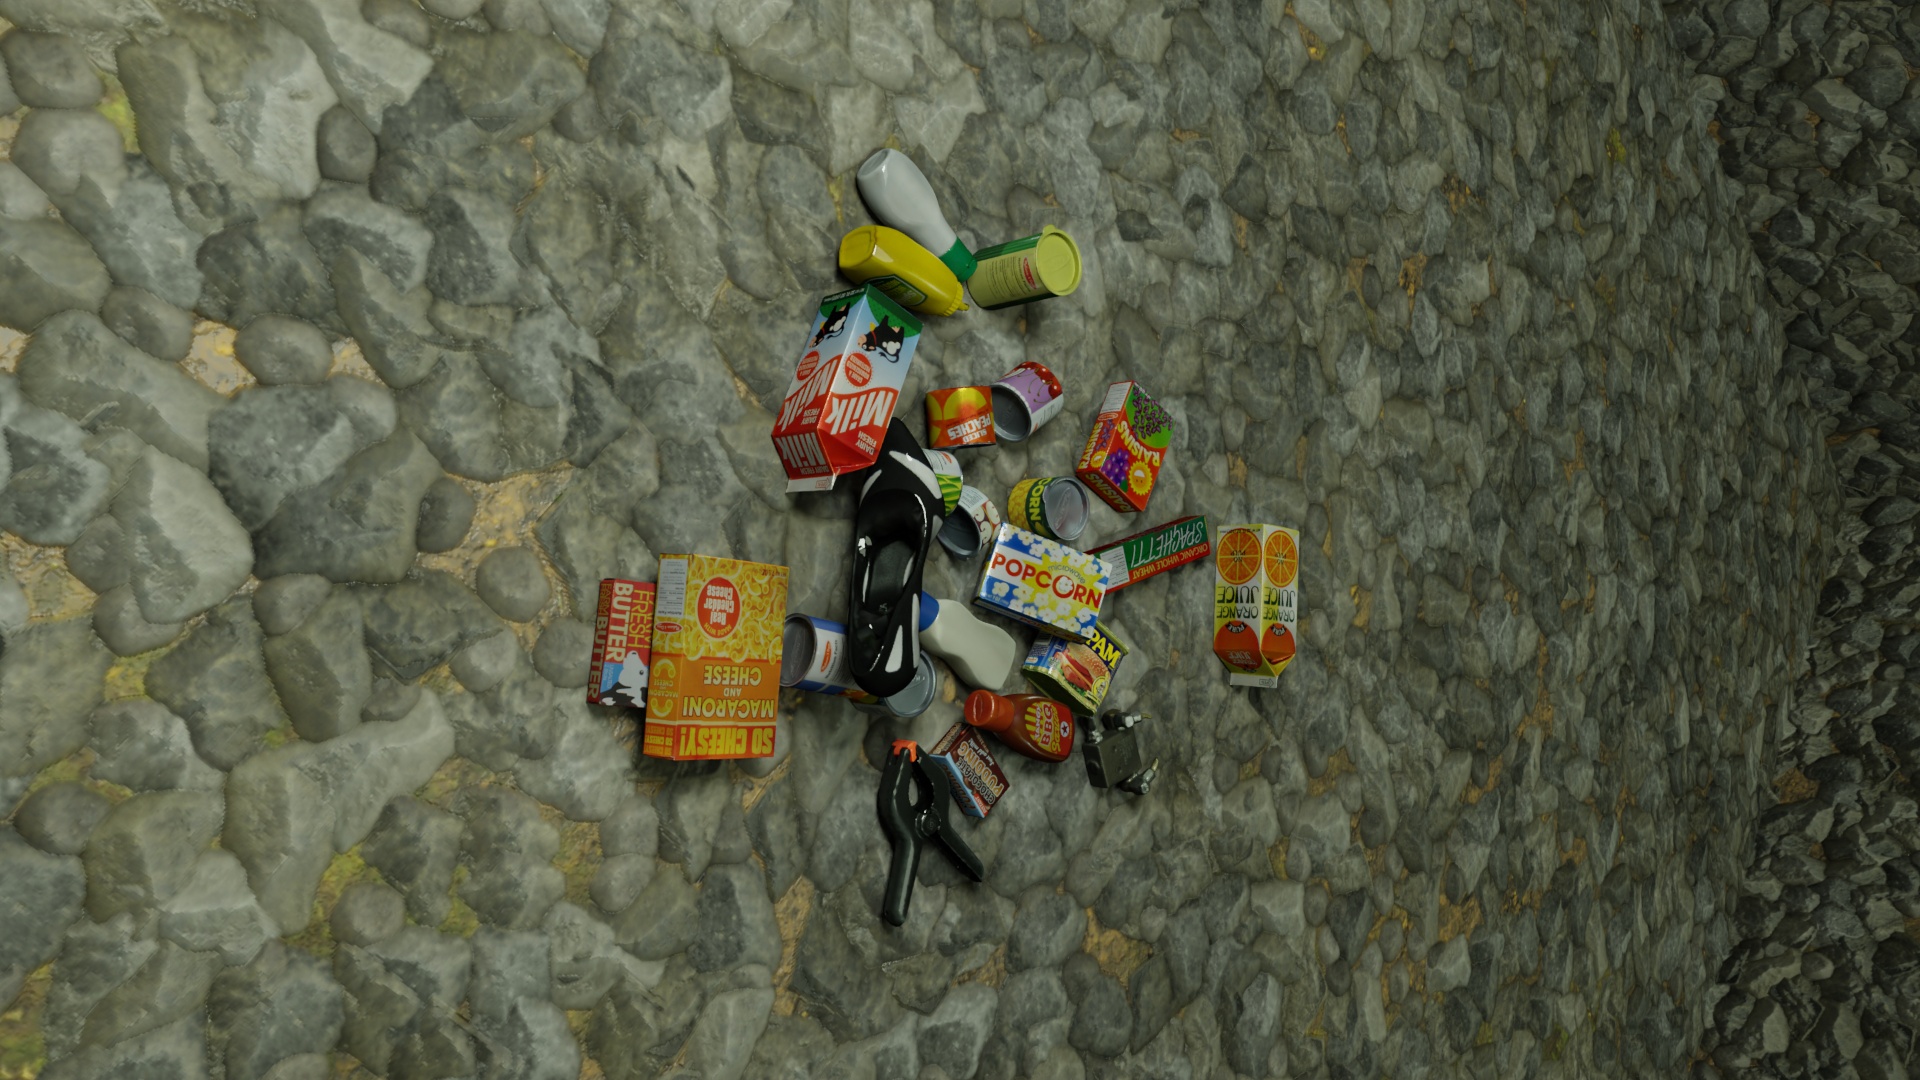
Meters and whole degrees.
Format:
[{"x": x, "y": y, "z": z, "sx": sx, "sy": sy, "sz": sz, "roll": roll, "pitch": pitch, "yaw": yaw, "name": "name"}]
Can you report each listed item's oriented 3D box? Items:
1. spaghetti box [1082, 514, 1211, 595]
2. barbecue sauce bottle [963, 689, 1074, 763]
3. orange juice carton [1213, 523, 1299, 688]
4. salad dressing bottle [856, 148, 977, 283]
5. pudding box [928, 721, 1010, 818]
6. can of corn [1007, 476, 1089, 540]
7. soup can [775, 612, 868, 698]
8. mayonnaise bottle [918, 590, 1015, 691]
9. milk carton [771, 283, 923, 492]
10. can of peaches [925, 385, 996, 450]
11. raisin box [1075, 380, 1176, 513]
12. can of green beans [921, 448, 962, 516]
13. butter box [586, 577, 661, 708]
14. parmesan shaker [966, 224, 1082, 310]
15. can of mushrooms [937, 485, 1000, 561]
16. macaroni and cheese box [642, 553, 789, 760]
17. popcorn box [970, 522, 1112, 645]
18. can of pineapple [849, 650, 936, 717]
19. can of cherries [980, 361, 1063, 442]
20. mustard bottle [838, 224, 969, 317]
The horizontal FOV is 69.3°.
[{"x": 0.194, "y": 0.021, "z": 1.557, "sx": 0.251, "sy": 0.028, "sz": 0.050, "roll": -17, "pitch": 99, "yaw": -41, "name": "spaghetti box"}, {"x": 0.060, "y": 0.183, "z": 1.401, "sx": 0.148, "sy": 0.043, "sz": 0.065, "roll": 26, "pitch": 62, "yaw": -49, "name": "barbecue sauce bottle"}, {"x": 0.355, "y": 0.079, "z": 1.669, "sx": 0.073, "sy": 0.071, "sz": 0.193, "roll": 8, "pitch": 82, "yaw": -41, "name": "orange juice carton"}, {"x": -0.040, "y": -0.313, "z": 1.358, "sx": 0.147, "sy": 0.044, "sz": 0.064, "roll": 47, "pitch": 57, "yaw": -31, "name": "salad dressing bottle"}, {"x": 0.009, "y": 0.228, "z": 1.380, "sx": 0.050, "sy": 0.030, "sz": 0.083, "roll": -43, "pitch": 115, "yaw": -34, "name": "pudding box"}, {"x": 0.090, "y": -0.034, "z": 1.447, "sx": 0.071, "sy": 0.058, "sz": 0.071, "roll": 2, "pitch": 87, "yaw": -42, "name": "can of corn"}, {"x": -0.122, "y": 0.104, "z": 1.246, "sx": 0.084, "sy": 0.071, "sz": 0.071, "roll": 18, "pitch": 76, "yaw": -45, "name": "soup can"}, {"x": -0.009, "y": 0.091, "z": 1.365, "sx": 0.148, "sy": 0.041, "sz": 0.065, "roll": 38, "pitch": 61, "yaw": -33, "name": "mayonnaise bottle"}, {"x": -0.108, "y": -0.130, "z": 1.266, "sx": 0.073, "sy": 0.072, "sz": 0.191, "roll": 32, "pitch": 68, "yaw": -36, "name": "milk carton"}, {"x": 0.001, "y": -0.120, "z": 1.365, "sx": 0.071, "sy": 0.071, "sz": 0.058, "roll": -5, "pitch": 91, "yaw": -42, "name": "can of peaches"}, {"x": 0.185, "y": -0.104, "z": 1.550, "sx": 0.086, "sy": 0.040, "sz": 0.124, "roll": 39, "pitch": 62, "yaw": -34, "name": "raisin box"}, {"x": -0.041, "y": -0.055, "z": 1.327, "sx": 0.058, "sy": 0.071, "sz": 0.071, "roll": 5, "pitch": 84, "yaw": -41, "name": "can of green beans"}, {"x": -0.273, "y": 0.085, "z": 1.140, "sx": 0.053, "sy": 0.024, "sz": 0.103, "roll": 11, "pitch": 81, "yaw": -42, "name": "butter box"}, {"x": 0.063, "y": -0.276, "z": 1.406, "sx": 0.071, "sy": 0.103, "sz": 0.071, "roll": 2, "pitch": 87, "yaw": -42, "name": "parmesan shaker"}, {"x": 0.005, "y": -0.017, "z": 1.367, "sx": 0.033, "sy": 0.071, "sz": 0.071, "roll": -38, "pitch": 113, "yaw": -37, "name": "can of mushrooms"}, {"x": -0.205, "y": 0.099, "z": 1.174, "sx": 0.124, "sy": 0.040, "sz": 0.166, "roll": 12, "pitch": 80, "yaw": -55, "name": "macaroni and cheese box"}, {"x": 0.083, "y": 0.044, "z": 1.415, "sx": 0.127, "sy": 0.038, "sz": 0.085, "roll": 21, "pitch": 71, "yaw": -9, "name": "popcorn box"}, {"x": -0.065, "y": 0.130, "z": 1.301, "sx": 0.071, "sy": 0.058, "sz": 0.071, "roll": 2, "pitch": 86, "yaw": -42, "name": "can of pineapple"}, {"x": 0.061, "y": -0.145, "z": 1.424, "sx": 0.059, "sy": 0.071, "sz": 0.071, "roll": -38, "pitch": 113, "yaw": -36, "name": "can of cherries"}, {"x": -0.043, "y": -0.251, "z": 1.338, "sx": 0.160, "sy": 0.065, "sz": 0.049, "roll": 21, "pitch": 70, "yaw": -43, "name": "mustard bottle"}]
